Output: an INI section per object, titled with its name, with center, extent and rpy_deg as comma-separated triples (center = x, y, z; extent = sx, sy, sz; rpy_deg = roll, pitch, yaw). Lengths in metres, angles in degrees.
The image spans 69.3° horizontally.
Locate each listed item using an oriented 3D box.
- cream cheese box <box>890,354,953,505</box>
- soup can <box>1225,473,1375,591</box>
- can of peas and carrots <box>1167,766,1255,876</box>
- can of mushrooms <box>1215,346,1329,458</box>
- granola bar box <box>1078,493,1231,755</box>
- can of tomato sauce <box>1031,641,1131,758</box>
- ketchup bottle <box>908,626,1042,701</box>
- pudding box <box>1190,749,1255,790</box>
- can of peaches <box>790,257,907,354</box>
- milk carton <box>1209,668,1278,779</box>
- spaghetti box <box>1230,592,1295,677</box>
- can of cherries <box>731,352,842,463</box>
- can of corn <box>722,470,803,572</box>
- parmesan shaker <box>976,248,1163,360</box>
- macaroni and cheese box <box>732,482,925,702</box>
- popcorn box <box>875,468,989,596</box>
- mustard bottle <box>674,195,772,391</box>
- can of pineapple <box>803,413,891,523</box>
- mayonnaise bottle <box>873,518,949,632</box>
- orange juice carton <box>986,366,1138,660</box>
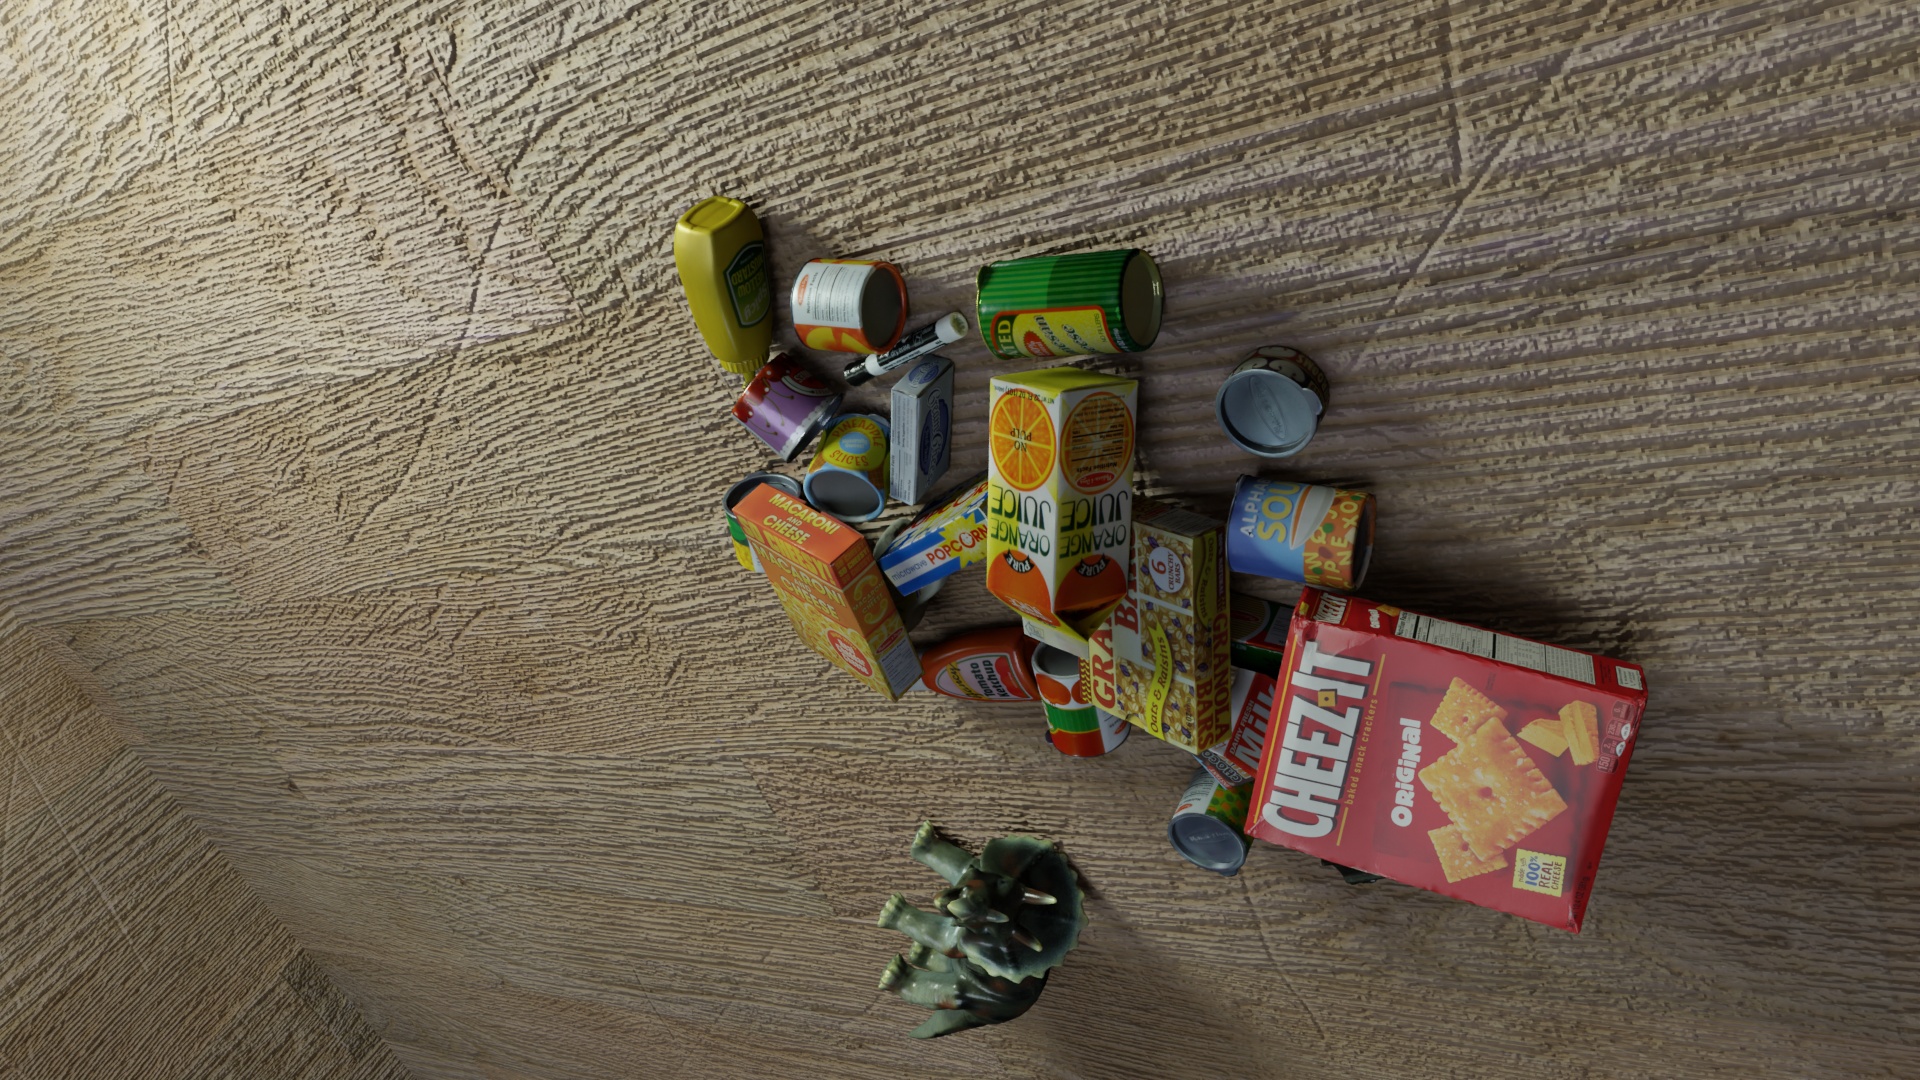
[cream cheese box]
center = -0.029, -0.081, 1.034
extent = 0.024, 0.054, 0.103
rpy_deg = 21, 134, 20
[soup can]
center = 0.225, -0.007, 0.918
extent = 0.084, 0.072, 0.071
rpy_deg = 10, 130, 26
[can of peas and carrots]
center = 0.211, 0.227, 1.129
extent = 0.071, 0.059, 0.070
rpy_deg = 18, 134, 20
[can of mushrooms]
center = 0.202, -0.089, 0.889
extent = 0.071, 0.034, 0.070
rpy_deg = 18, 133, 21
[granola bar box]
center = 0.134, 0.055, 0.991
extent = 0.124, 0.039, 0.165
rpy_deg = 21, 123, 50
[can of tomato sauce]
center = 0.095, 0.121, 1.112
extent = 0.071, 0.071, 0.082
rpy_deg = 5, 127, 30
[ketchup bottle]
center = 0.006, 0.107, 1.176
extent = 0.148, 0.044, 0.064
rpy_deg = -7, 122, 38
[pudding box]
center = 0.203, 0.153, 1.093
extent = 0.083, 0.030, 0.049
rpy_deg = 47, 137, -9
[can of peaches]
center = -0.077, -0.166, 0.988
extent = 0.058, 0.071, 0.071
rpy_deg = 8, 129, 28
[milk carton]
center = 0.278, 0.154, 0.991
extent = 0.191, 0.073, 0.072
rpy_deg = 21, 96, 16
[spaghetti box]
center = 0.281, 0.084, 0.970
extent = 0.250, 0.050, 0.028
rpy_deg = 14, 133, 24
[can of cherries]
center = -0.134, -0.105, 1.076
extent = 0.058, 0.072, 0.071
rpy_deg = 40, 137, 0
[can of corn]
center = -0.162, -0.016, 1.170
extent = 0.071, 0.071, 0.058
rpy_deg = 13, 132, 25
[parmesan shaker]
center = 0.070, -0.153, 0.896
extent = 0.103, 0.072, 0.071
rpy_deg = 2, 126, 33
[macaroni and cheese box]
center = -0.104, 0.041, 1.112
extent = 0.124, 0.040, 0.165
rpy_deg = 27, 150, 38
[popcorn box]
center = 0.004, -0.013, 1.046
extent = 0.126, 0.085, 0.038
rpy_deg = -27, 106, 44
[mustard bottle]
center = -0.170, -0.177, 1.044
extent = 0.049, 0.065, 0.159
rpy_deg = 20, 140, 26
[can of pineapple]
center = -0.082, -0.056, 1.074
extent = 0.071, 0.058, 0.070
rpy_deg = 10, 142, 8
[mayonnaise bottle]
center = -0.054, 0.047, 1.167
extent = 0.065, 0.041, 0.147
rpy_deg = 34, 137, 7
[orange juice carton]
center = 0.068, -0.017, 0.949
extent = 0.072, 0.073, 0.192
rpy_deg = 20, 114, 49
